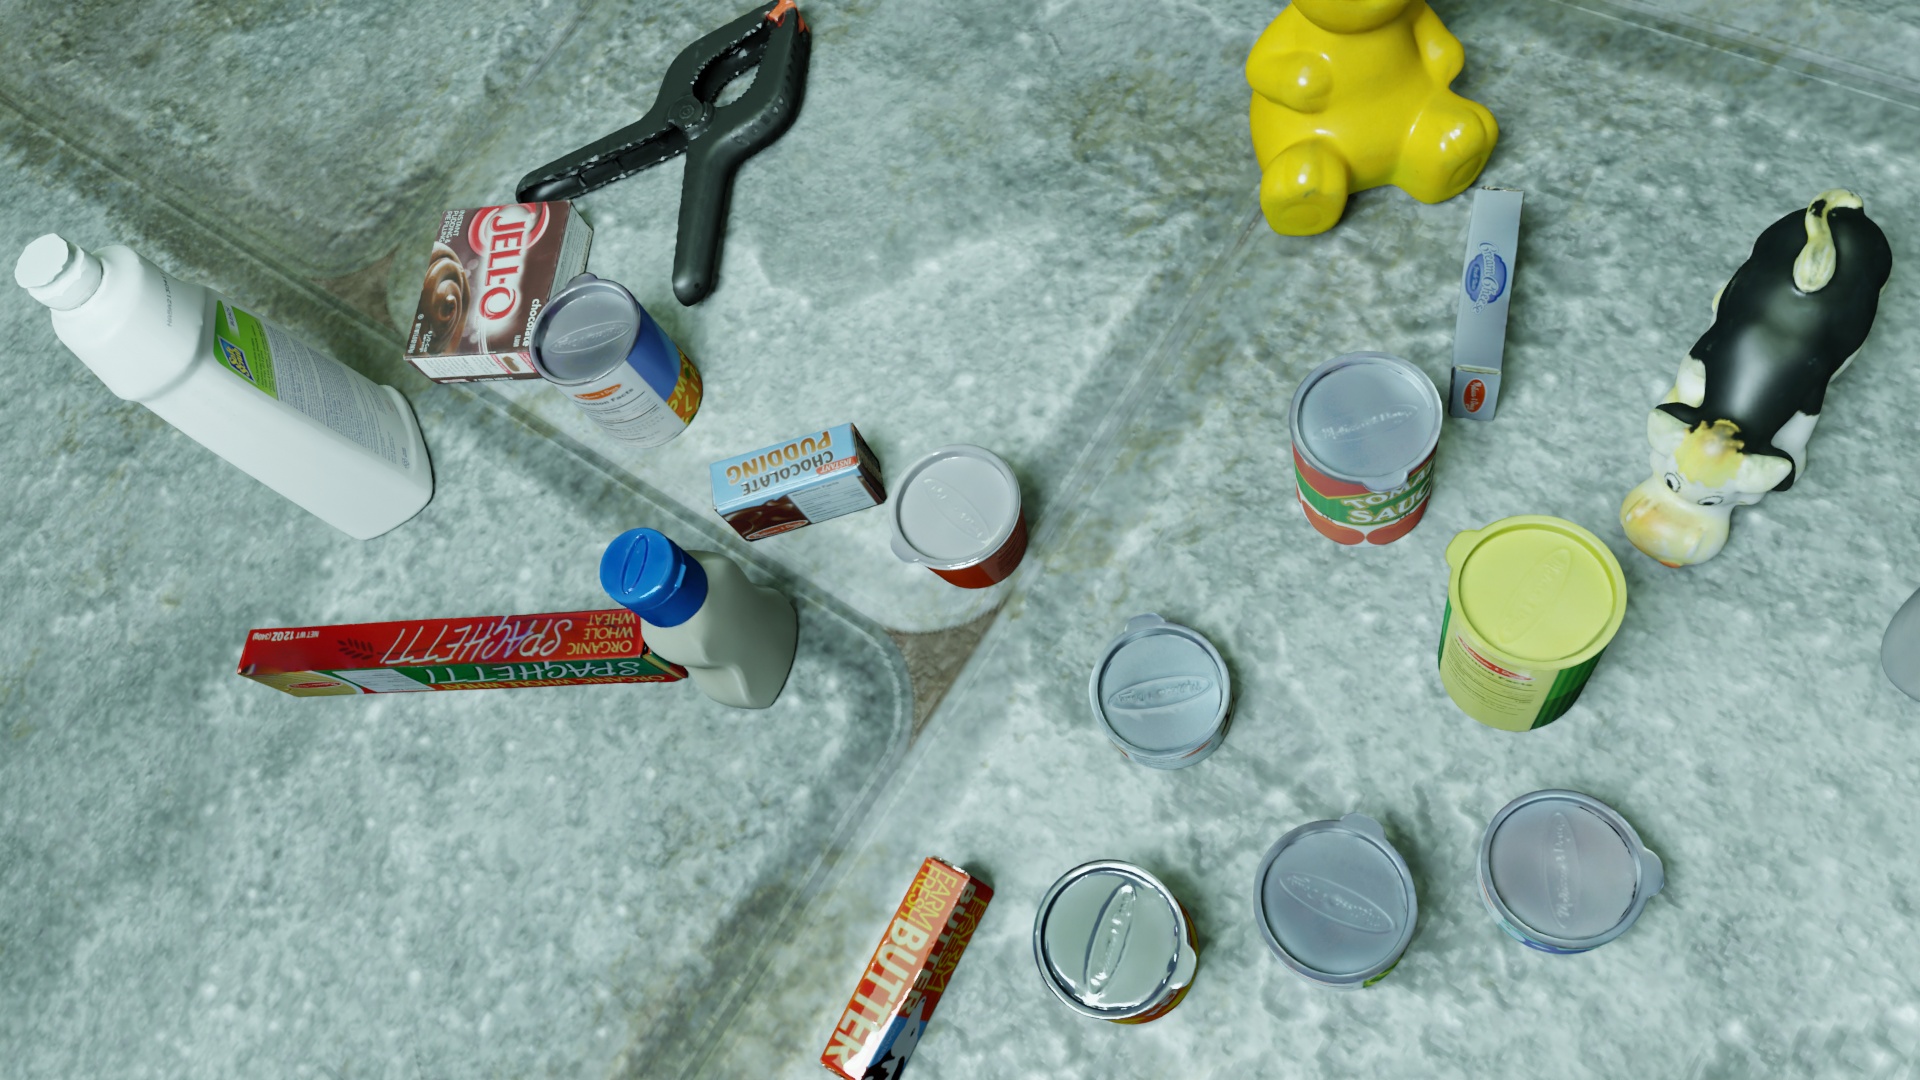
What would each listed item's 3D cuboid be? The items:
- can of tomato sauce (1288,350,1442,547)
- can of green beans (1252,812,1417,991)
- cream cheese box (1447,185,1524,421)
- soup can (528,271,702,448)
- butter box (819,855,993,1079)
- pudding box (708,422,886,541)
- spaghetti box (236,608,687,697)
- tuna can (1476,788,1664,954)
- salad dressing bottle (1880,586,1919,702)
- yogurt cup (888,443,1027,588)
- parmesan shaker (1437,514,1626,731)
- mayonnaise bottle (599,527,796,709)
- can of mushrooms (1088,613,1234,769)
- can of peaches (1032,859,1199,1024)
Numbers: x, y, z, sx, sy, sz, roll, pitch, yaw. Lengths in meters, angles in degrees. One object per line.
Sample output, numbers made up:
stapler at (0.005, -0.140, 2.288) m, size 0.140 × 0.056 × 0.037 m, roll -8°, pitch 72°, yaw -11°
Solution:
can of tomato sauce at (0.192, -0.039, 0.657) m, size 0.071 × 0.083 × 0.071 m, roll -5°, pitch 67°, yaw 13°
can of green beans at (0.161, 0.158, 0.598) m, size 0.071 × 0.057 × 0.071 m, roll -5°, pitch 67°, yaw 13°
cream cheese box at (0.259, -0.117, 0.687) m, size 0.024 × 0.053 × 0.104 m, roll 8°, pitch 71°, yaw 18°
soup can at (-0.193, -0.101, 0.788) m, size 0.071 × 0.083 × 0.071 m, roll -5°, pitch 67°, yaw 13°
butter box at (-0.023, 0.198, 0.636) m, size 0.024 × 0.053 × 0.104 m, roll 23°, pitch 76°, yaw 23°
pudding box at (-0.088, -0.030, 0.749) m, size 0.084 × 0.049 × 0.030 m, roll -16°, pitch 65°, yaw 9°
spaghetti box at (-0.272, 0.063, 0.761) m, size 0.250 × 0.050 × 0.029 m, roll -4°, pitch 68°, yaw 14°
tuna can at (0.258, 0.142, 0.593) m, size 0.071 × 0.032 × 0.071 m, roll -5°, pitch 67°, yaw 13°
salad dressing bottle at (0.405, 0.025, 0.536) m, size 0.044 × 0.147 × 0.064 m, roll 16°, pitch 74°, yaw 21°
yogurt cup at (0.003, -0.009, 0.713) m, size 0.072 × 0.053 × 0.072 m, roll -5°, pitch 67°, yaw 13°
parmesan shaker at (0.241, 0.037, 0.601) m, size 0.071 × 0.103 × 0.071 m, roll -6°, pitch 67°, yaw 13°
mayonnaise bottle at (-0.125, 0.036, 0.677) m, size 0.041 × 0.147 × 0.065 m, roll 7°, pitch 71°, yaw 18°
can of mushrooms at (0.097, 0.073, 0.665) m, size 0.071 × 0.033 × 0.071 m, roll -5°, pitch 67°, yaw 13°
can of peaches at (0.072, 0.180, 0.614) m, size 0.071 × 0.058 × 0.071 m, roll -5°, pitch 67°, yaw 13°
